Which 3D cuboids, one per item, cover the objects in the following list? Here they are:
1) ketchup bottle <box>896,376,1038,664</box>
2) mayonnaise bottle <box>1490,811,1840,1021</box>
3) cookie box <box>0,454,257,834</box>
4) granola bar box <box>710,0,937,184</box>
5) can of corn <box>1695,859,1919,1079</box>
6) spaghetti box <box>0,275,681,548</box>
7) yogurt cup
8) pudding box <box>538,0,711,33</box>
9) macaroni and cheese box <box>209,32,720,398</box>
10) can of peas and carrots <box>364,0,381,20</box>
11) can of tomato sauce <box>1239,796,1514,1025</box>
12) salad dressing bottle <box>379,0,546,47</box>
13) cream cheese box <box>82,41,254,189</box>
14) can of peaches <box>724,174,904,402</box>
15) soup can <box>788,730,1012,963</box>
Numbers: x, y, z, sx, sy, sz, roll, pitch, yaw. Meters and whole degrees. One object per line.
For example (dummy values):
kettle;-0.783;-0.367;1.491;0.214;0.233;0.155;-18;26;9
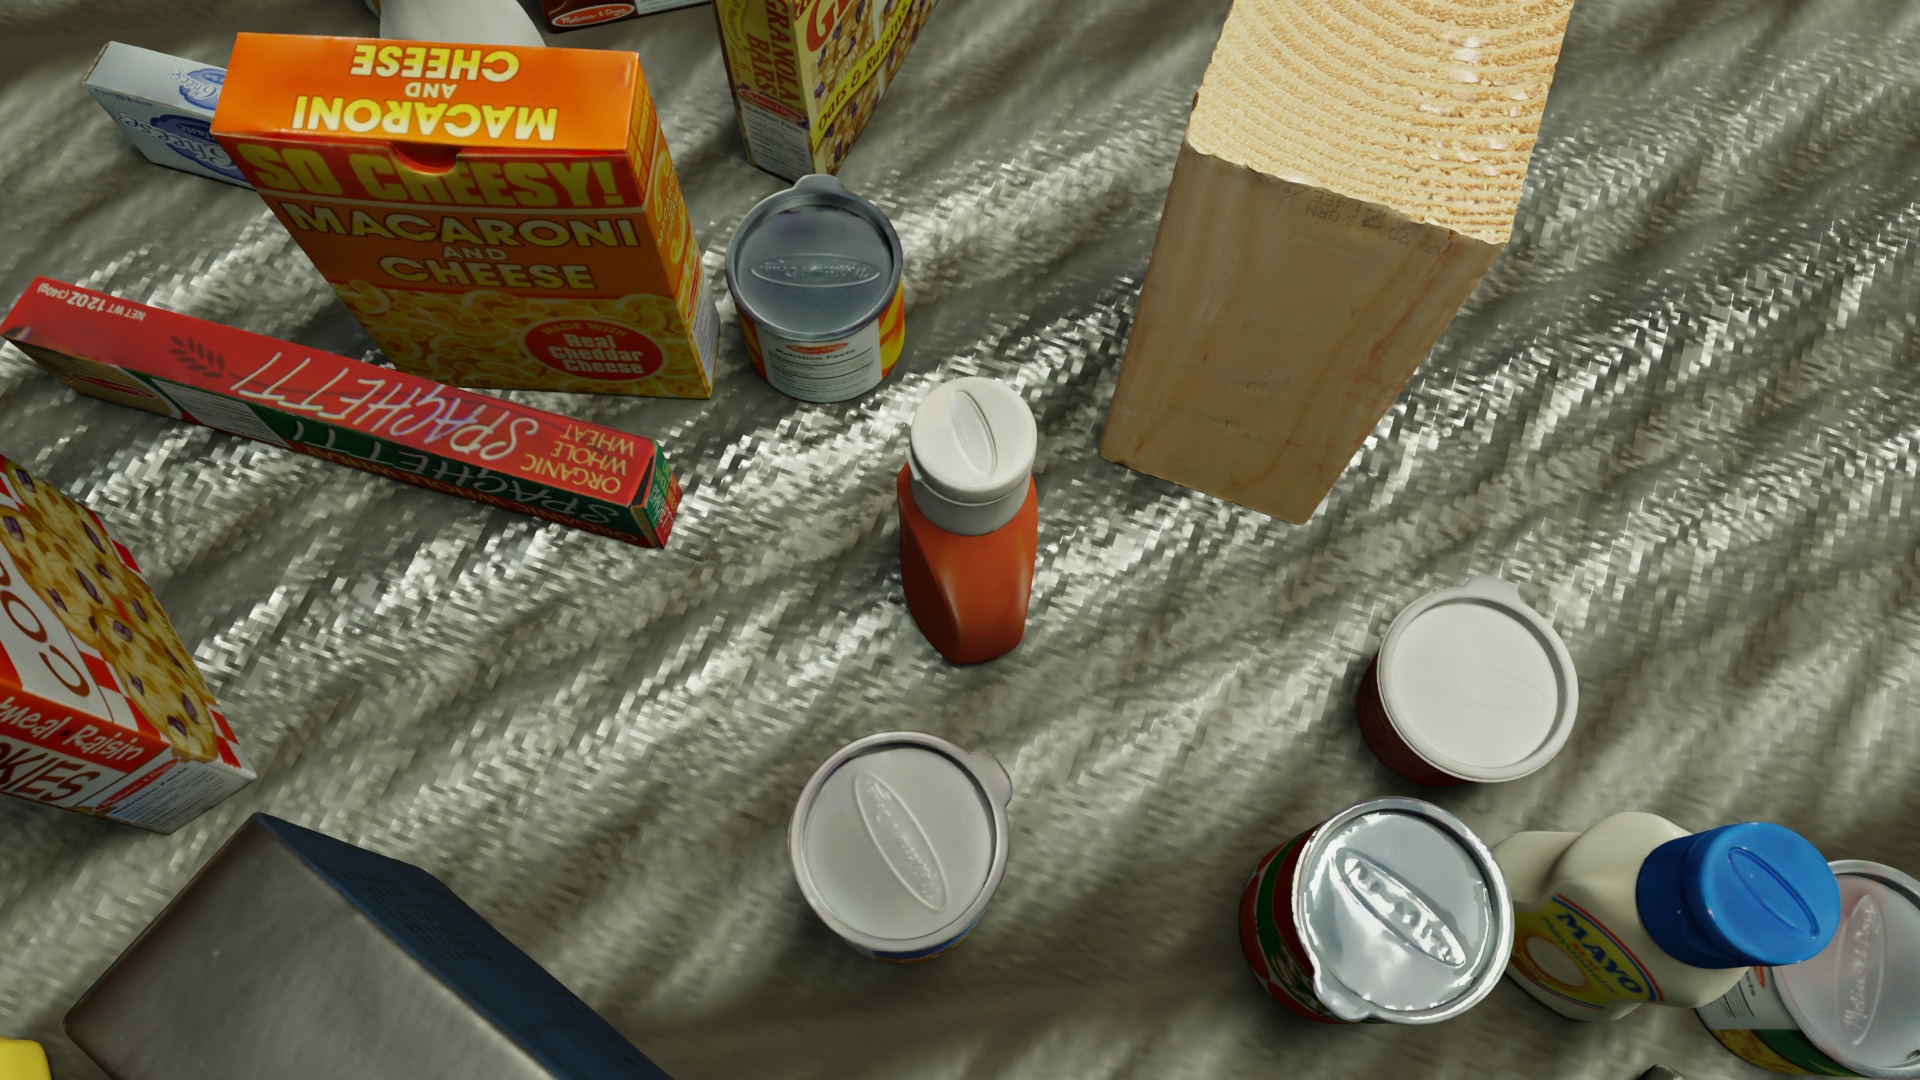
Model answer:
ketchup bottle;0.002;-0.006;0.462;0.043;0.148;0.065;-18;72;-7
mayonnaise bottle;0.205;0.114;0.423;0.041;0.147;0.065;-39;76;-13
cookie box;-0.303;0.022;0.435;0.040;0.167;0.123;-35;75;-12
granola bar box;-0.040;-0.243;0.560;0.039;0.123;0.166;24;72;7
can of corn;0.289;0.144;0.462;0.071;0.058;0.071;0;70;-1
spaghetti box;-0.229;-0.047;0.524;0.250;0.050;0.029;15;71;4
yogurt cup;0.175;0.056;0.494;0.072;0.053;0.072;0;70;-1
pudding box;-0.145;-0.254;0.602;0.084;0.049;0.030;-14;71;-6
macaroni and cheese box;-0.158;-0.103;0.484;0.124;0.166;0.040;3;71;0
can of peas and carrots;-0.233;-0.263;0.598;0.071;0.058;0.071;0;70;-1
can of tomato sauce;0.130;0.125;0.452;0.071;0.082;0.071;0;70;-1
salad dressing bottle;-0.198;-0.205;0.530;0.064;0.147;0.044;14;71;4
cream cheese box;-0.290;-0.165;0.564;0.104;0.053;0.024;15;71;4
can of peaches;-0.054;-0.096;0.542;0.071;0.058;0.071;0;70;-1
soup can;-0.017;0.102;0.457;0.071;0.083;0.071;0;70;-1
